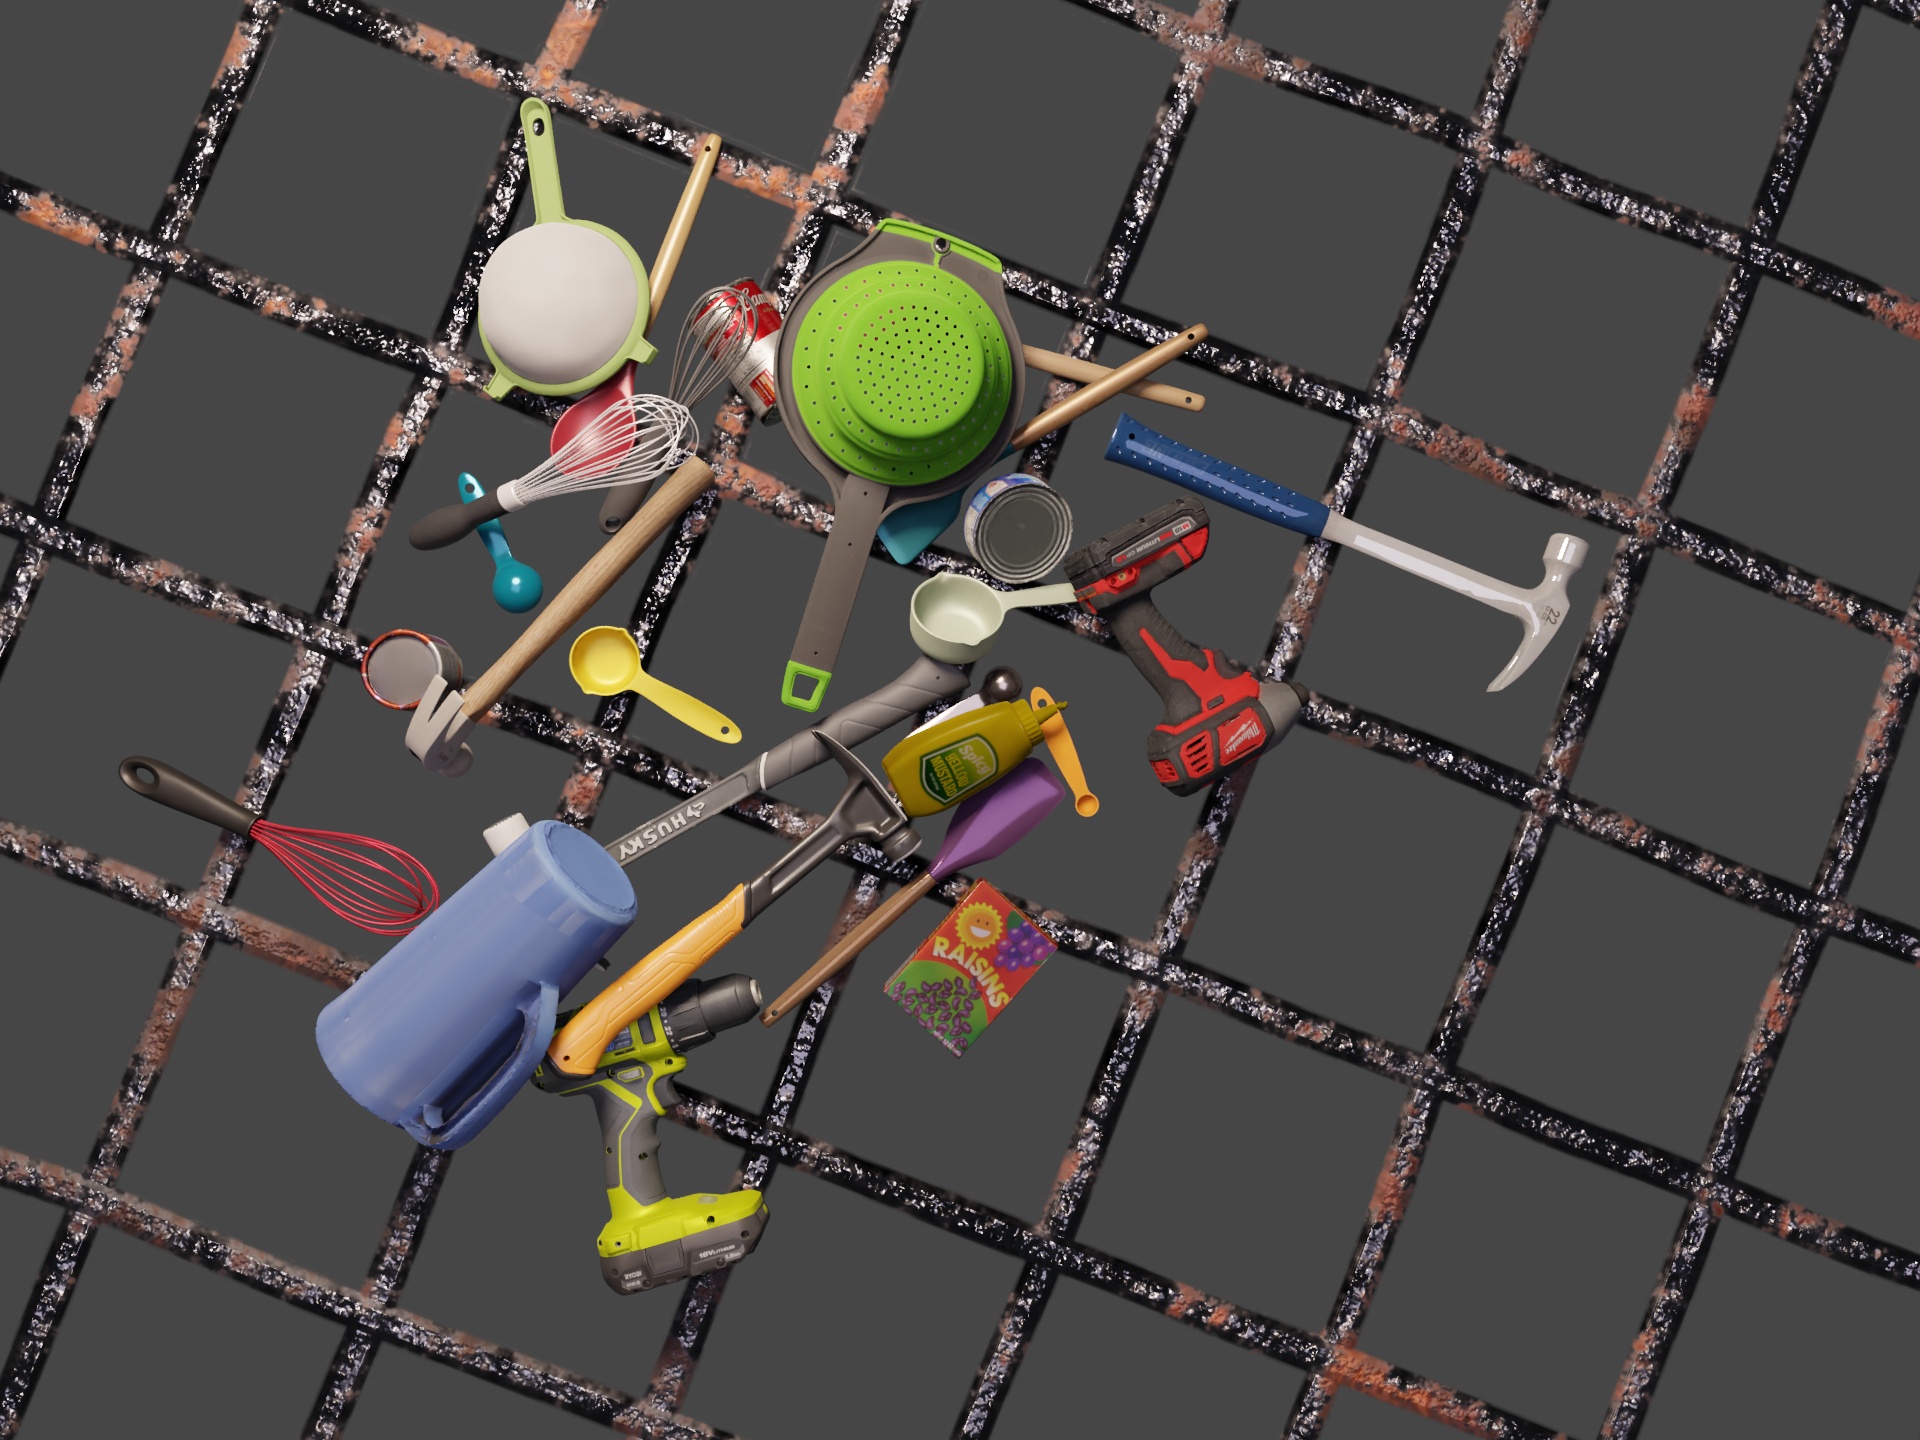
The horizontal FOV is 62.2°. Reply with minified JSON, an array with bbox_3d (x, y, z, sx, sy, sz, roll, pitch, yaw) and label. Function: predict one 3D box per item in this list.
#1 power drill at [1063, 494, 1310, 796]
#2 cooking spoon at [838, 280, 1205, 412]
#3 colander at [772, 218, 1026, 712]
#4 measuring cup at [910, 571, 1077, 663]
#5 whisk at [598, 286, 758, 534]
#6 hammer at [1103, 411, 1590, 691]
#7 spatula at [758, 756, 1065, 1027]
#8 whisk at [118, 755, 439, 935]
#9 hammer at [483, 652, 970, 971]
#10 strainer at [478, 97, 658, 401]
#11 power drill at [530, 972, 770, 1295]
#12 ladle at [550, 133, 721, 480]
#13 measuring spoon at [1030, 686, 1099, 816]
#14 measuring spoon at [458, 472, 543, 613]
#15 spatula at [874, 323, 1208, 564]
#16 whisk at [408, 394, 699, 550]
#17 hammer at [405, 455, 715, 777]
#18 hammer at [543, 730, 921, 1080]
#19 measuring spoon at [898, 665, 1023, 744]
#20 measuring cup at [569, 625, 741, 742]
[{"bbox_3d":[0.188,-0.063,1.296,0.143,0.078,0.219,-27,93,-13],"label":"power drill"},{"bbox_3d":[0.050,-0.307,1.333,0.319,0.017,0.069,16,91,0],"label":"cooking spoon"},{"bbox_3d":[-0.066,-0.194,1.241,0.204,0.094,0.397,17,94,-10],"label":"colander"},{"bbox_3d":[0.037,-0.087,1.317,0.167,0.038,0.083,-10,53,-19],"label":"measuring cup"},{"bbox_3d":[-0.233,-0.245,1.276,0.055,0.055,0.239,36,114,0],"label":"whisk"},{"bbox_3d":[0.311,-0.155,1.324,0.405,0.035,0.144,22,88,0],"label":"hammer"},{"bbox_3d":[-0.045,0.144,1.318,0.316,0.018,0.060,-42,86,-3],"label":"spatula"},{"bbox_3d":[-0.557,0.097,1.294,0.296,0.073,0.073,24,88,6],"label":"whisk"},{"bbox_3d":[-0.176,0.057,1.308,0.409,0.036,0.149,-29,94,-3],"label":"hammer"},{"bbox_3d":[-0.342,-0.396,1.295,0.151,0.069,0.256,-11,83,10],"label":"strainer"},{"bbox_3d":[-0.233,0.324,1.282,0.190,0.080,0.228,-16,86,0],"label":"power drill"},{"bbox_3d":[-0.261,-0.344,1.325,0.069,0.031,0.315,20,86,7],"label":"ladle"},{"bbox_3d":[0.086,0.026,1.329,0.021,0.011,0.117,-23,85,-2],"label":"measuring spoon"},{"bbox_3d":[-0.388,-0.149,1.319,0.042,0.021,0.128,-26,89,-1],"label":"measuring spoon"},{"bbox_3d":[0.065,-0.240,1.309,0.317,0.044,0.082,-30,91,4],"label":"spatula"},{"bbox_3d":[-0.332,-0.191,1.268,0.284,0.070,0.070,-18,89,22],"label":"whisk"},{"bbox_3d":[-0.320,-0.090,1.284,0.031,0.130,0.331,41,80,5],"label":"hammer"},{"bbox_3d":[-0.194,0.155,1.254,0.337,0.034,0.127,-40,100,-11],"label":"hammer"},{"bbox_3d":[-0.002,-0.004,1.323,0.124,0.018,0.034,-34,89,-1],"label":"measuring spoon"},{"bbox_3d":[-0.251,-0.025,1.321,0.156,0.029,0.062,31,92,-12],"label":"measuring cup"}]
